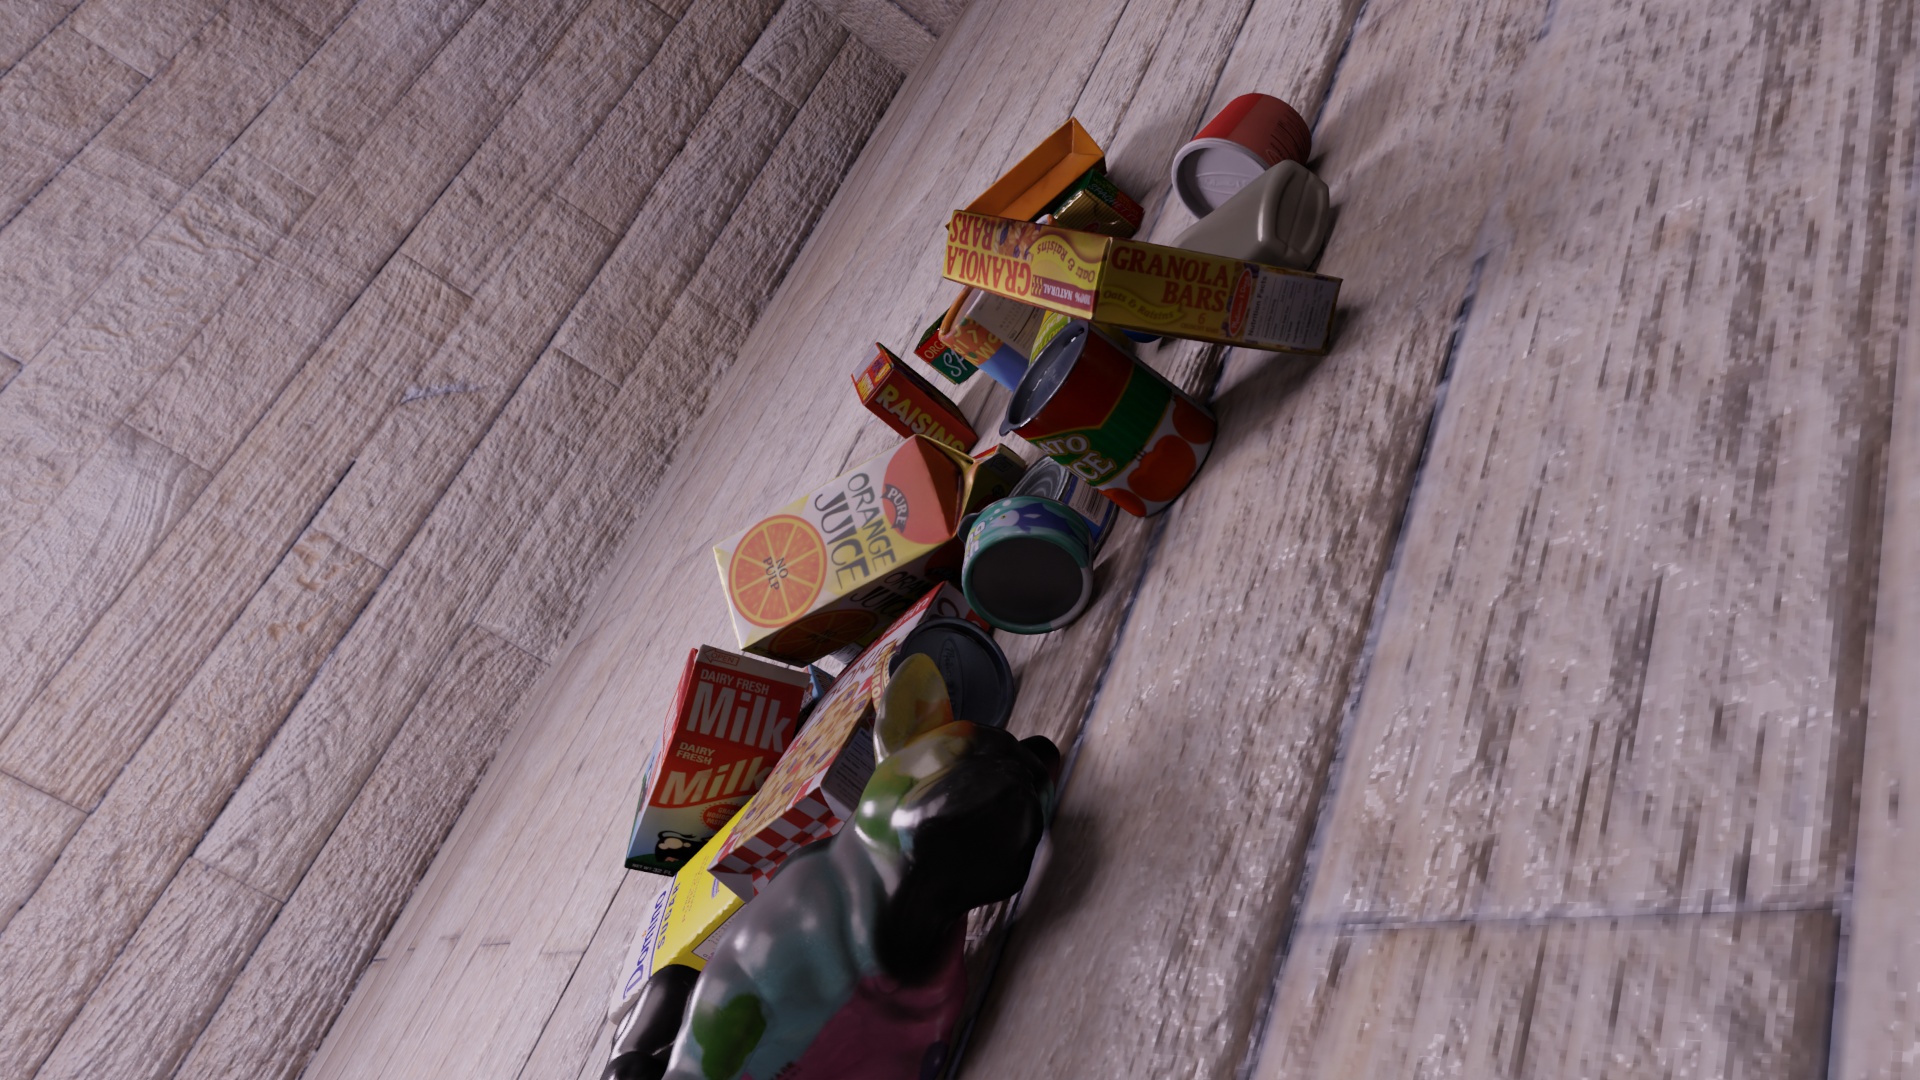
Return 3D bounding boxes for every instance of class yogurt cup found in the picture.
[{"bbox_3d":[0.159,-0.211,0.773,0.054,0.072,0.072,-55,15,-24],"label":"yogurt cup"}]

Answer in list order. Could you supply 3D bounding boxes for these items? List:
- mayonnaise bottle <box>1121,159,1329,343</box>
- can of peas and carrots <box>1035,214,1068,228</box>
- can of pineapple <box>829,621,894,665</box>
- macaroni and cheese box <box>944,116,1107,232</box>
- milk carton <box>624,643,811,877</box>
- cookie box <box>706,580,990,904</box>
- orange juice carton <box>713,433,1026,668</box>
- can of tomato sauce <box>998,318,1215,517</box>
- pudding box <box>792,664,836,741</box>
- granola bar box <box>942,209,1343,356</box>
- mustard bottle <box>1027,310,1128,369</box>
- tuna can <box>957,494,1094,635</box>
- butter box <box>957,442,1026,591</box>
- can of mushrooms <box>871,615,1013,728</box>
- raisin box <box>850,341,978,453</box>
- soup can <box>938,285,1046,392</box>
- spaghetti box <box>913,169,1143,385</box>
[{"bbox_3d":[0.137,-0.148,0.756,0.147,0.041,0.065,-26,40,62],"label":"mayonnaise bottle"},{"bbox_3d":[0.066,-0.189,0.994,0.070,0.058,0.071,-50,17,22],"label":"can of peas and carrots"},{"bbox_3d":[-0.065,0.048,0.917,0.070,0.058,0.071,-49,18,22],"label":"can of pineapple"},{"bbox_3d":[0.056,-0.270,1.089,0.123,0.040,0.167,-38,4,12],"label":"macaroni and cheese box"},{"bbox_3d":[-0.155,0.136,0.886,0.074,0.072,0.189,-90,22,-47],"label":"milk carton"},{"bbox_3d":[-0.058,0.109,0.761,0.122,0.040,0.168,-42,11,41],"label":"cookie box"},{"bbox_3d":[-0.045,0.000,0.829,0.192,0.071,0.073,-28,66,17],"label":"orange juice carton"},{"bbox_3d":[0.073,-0.058,0.689,0.071,0.083,0.071,-50,18,22],"label":"can of tomato sauce"},{"bbox_3d":[-0.098,0.120,0.924,0.049,0.030,0.084,-55,17,5],"label":"pudding box"},{"bbox_3d":[0.080,-0.125,0.667,0.166,0.124,0.039,-145,63,-61],"label":"granola bar box"},{"bbox_3d":[0.073,-0.123,0.868,0.065,0.049,0.161,-43,21,32],"label":"mustard bottle"},{"bbox_3d":[0.032,0.012,0.695,0.070,0.071,0.033,-46,20,30],"label":"tuna can"},{"bbox_3d":[0.003,-0.011,0.898,0.053,0.024,0.104,-24,36,59],"label":"butter box"},{"bbox_3d":[-0.011,0.074,0.700,0.033,0.071,0.071,-37,25,52],"label":"can of mushrooms"},{"bbox_3d":[-0.037,-0.105,1.077,0.040,0.086,0.124,-49,17,8],"label":"raisin box"},{"bbox_3d":[0.036,-0.139,0.943,0.071,0.084,0.072,-50,18,22],"label":"soup can"},{"bbox_3d":[0.046,-0.198,1.084,0.249,0.050,0.029,-35,25,51],"label":"spaghetti box"}]
